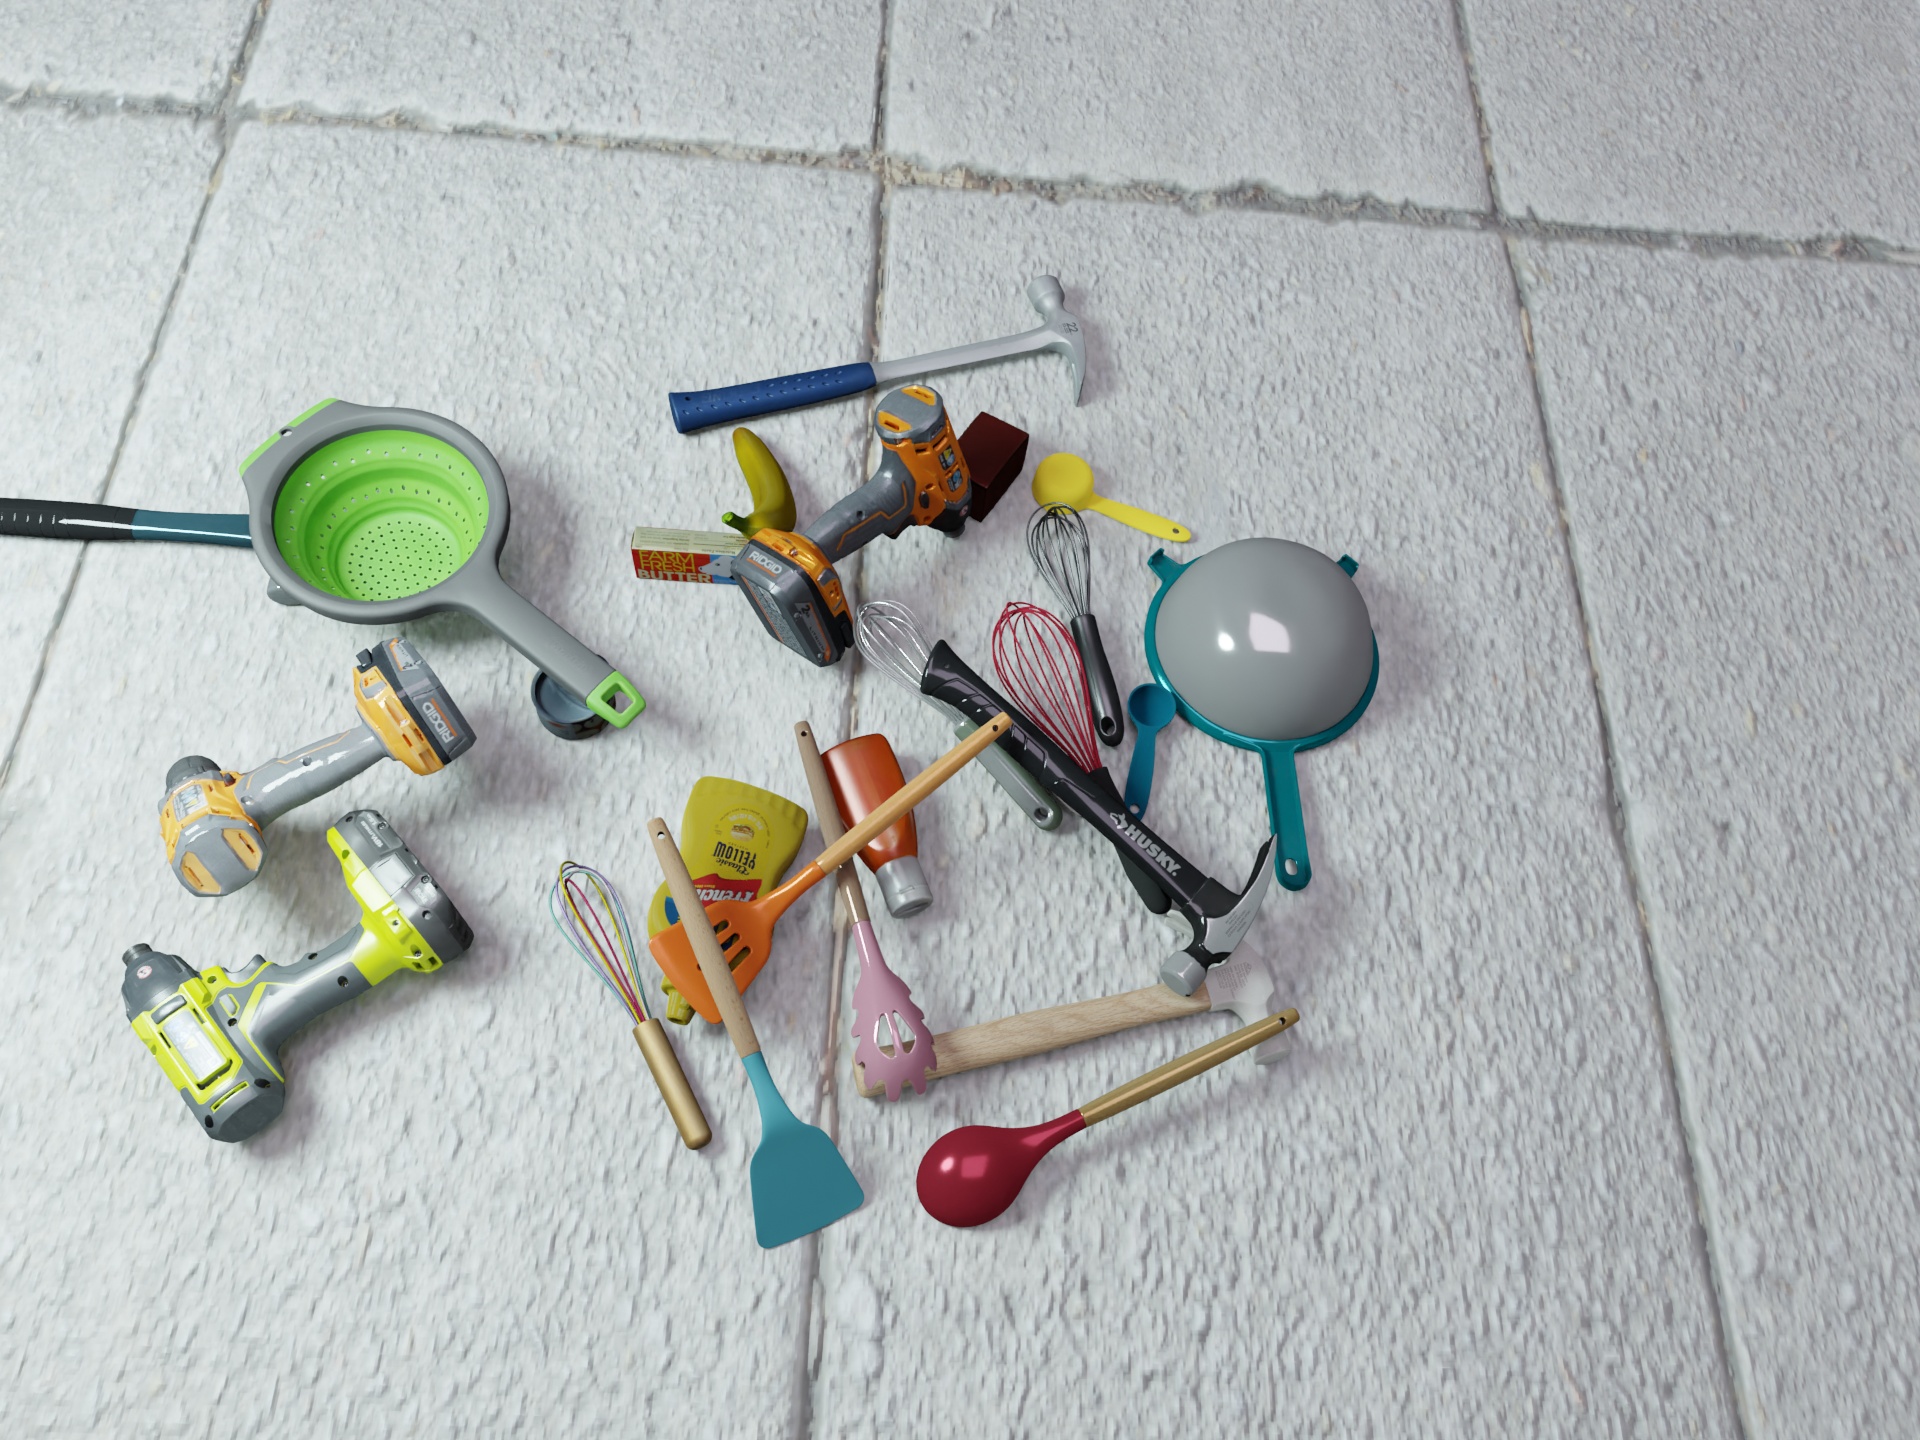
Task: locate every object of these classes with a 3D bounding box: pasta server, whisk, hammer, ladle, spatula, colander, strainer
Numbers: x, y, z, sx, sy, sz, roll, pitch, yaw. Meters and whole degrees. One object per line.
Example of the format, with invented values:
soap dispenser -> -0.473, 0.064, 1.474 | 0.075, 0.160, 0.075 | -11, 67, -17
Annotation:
pasta server -> -0.084, 0.137, 1.225 | 0.060, 0.040, 0.317 | -13, 60, -12
whisk -> -0.002, -0.004, 1.311 | 0.058, 0.059, 0.246 | -43, 86, 21
hammer -> 0.099, 0.054, 1.257 | 0.335, 0.035, 0.146 | 42, 67, 8
hammer -> -0.072, -0.327, 1.509 | 0.405, 0.035, 0.144 | -15, 64, -13
hammer -> 0.080, 0.231, 1.219 | 0.331, 0.031, 0.130 | -11, 63, -11
hammer -> -0.719, -0.168, 1.362 | 0.331, 0.033, 0.128 | 3, 62, -4
whisk -> -0.249, 0.210, 1.195 | 0.051, 0.047, 0.245 | -25, 70, -15
ladle -> 0.113, 0.284, 1.175 | 0.315, 0.031, 0.069 | -23, 77, -11
whisk -> 0.104, -0.086, 1.389 | 0.055, 0.055, 0.239 | -9, 67, -10
whisk -> 0.102, 0.027, 1.317 | 0.073, 0.073, 0.296 | -20, 72, -16
spatula -> -0.163, 0.218, 1.147 | 0.082, 0.044, 0.317 | -21, 81, -14
spatula -> -0.086, 0.097, 1.200 | 0.322, 0.041, 0.081 | -39, 92, -9
colander -> -0.416, -0.106, 1.325 | 0.397, 0.094, 0.204 | 37, 65, 11
strainer -> 0.272, -0.029, 1.344 | 0.211, 0.095, 0.341 | 2, 60, -5

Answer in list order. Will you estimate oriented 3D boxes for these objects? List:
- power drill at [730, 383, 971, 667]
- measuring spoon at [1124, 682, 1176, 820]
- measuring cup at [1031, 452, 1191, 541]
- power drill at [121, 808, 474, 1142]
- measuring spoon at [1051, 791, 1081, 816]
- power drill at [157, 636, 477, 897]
power drill -> -0.077, -0.157, 1.359 | 0.084, 0.164, 0.226 | 32, 72, 32
measuring spoon -> 0.154, 0.030, 1.349 | 0.042, 0.021, 0.129 | 12, 70, 0
measuring cup -> 0.141, -0.203, 1.463 | 0.156, 0.029, 0.062 | 22, 62, 9
power drill -> -0.493, 0.175, 1.172 | 0.223, 0.080, 0.171 | -39, 67, -20
measuring spoon -> 0.061, 0.038, 1.336 | 0.034, 0.018, 0.124 | -34, 76, -36
power drill -> -0.501, 0.028, 1.213 | 0.226, 0.084, 0.185 | -35, 32, -17
